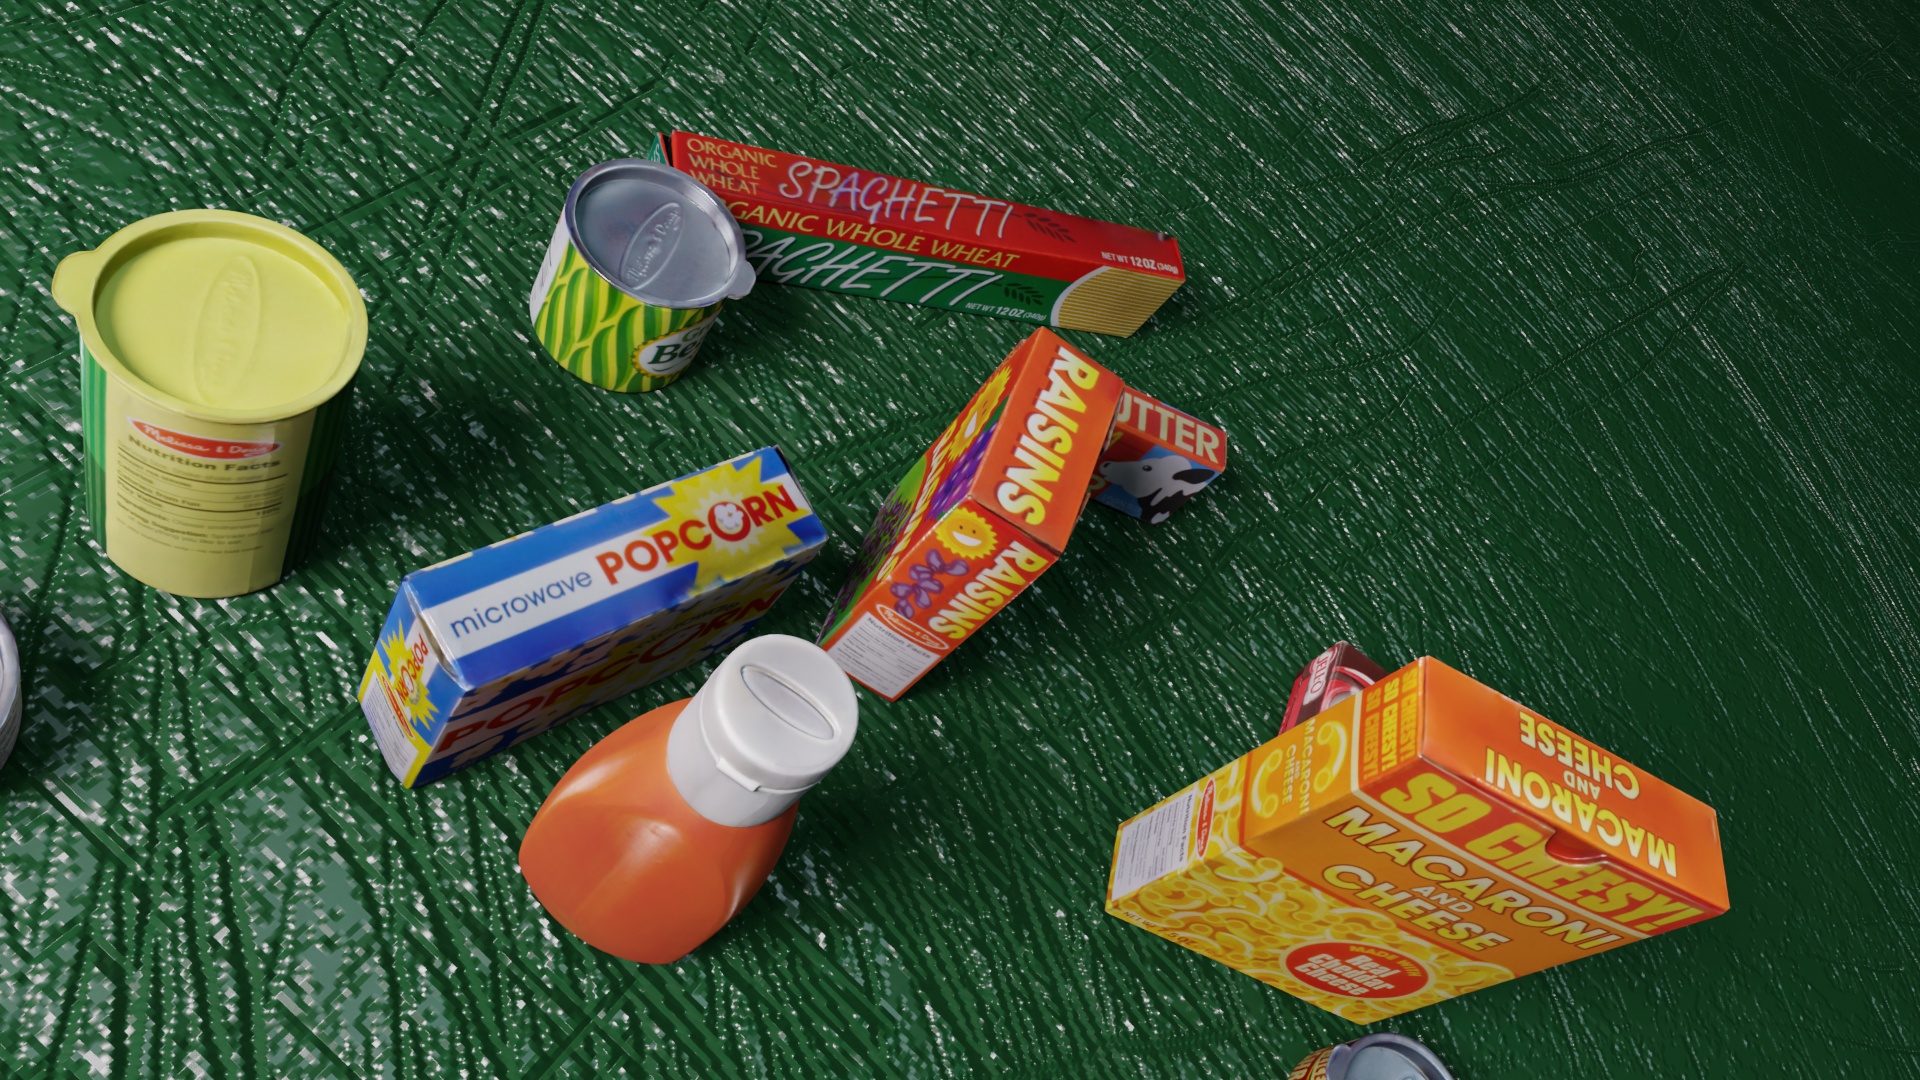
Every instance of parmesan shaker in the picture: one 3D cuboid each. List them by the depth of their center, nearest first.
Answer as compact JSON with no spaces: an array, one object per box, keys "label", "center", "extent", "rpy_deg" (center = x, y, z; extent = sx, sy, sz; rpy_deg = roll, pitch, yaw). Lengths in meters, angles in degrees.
[{"label":"parmesan shaker","center":[-0.212,-0.036,0.391],"extent":[0.071,0.102,0.071],"rpy_deg":[15,55,-23]}]

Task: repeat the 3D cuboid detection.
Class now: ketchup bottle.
[{"label":"ketchup bottle","center":[-0.074,0.073,0.379],"extent":[0.065,0.148,0.044],"rpy_deg":[37,49,-7]}]

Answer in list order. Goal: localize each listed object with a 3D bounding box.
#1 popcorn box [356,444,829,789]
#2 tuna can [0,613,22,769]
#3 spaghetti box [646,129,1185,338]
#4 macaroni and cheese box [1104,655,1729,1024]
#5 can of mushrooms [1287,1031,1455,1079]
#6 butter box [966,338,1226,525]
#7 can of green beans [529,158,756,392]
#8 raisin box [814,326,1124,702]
[{"label":"popcorn box","center":[-0.113,0.023,0.428],"extent":[0.127,0.084,0.038],"rpy_deg":[-25,77,-39]},{"label":"tuna can","center":[-0.279,0.041,0.350],"extent":[0.071,0.032,0.071],"rpy_deg":[15,55,-23]},{"label":"spaghetti box","center":[-0.016,-0.128,0.604],"extent":[0.250,0.050,0.029],"rpy_deg":[4,60,-30]},{"label":"macaroni and cheese box","center":[0.148,0.113,0.478],"extent":[0.124,0.165,0.040],"rpy_deg":[27,51,-15]},{"label":"can of mushrooms","center":[0.150,0.214,0.504],"extent":[0.071,0.033,0.071],"rpy_deg":[15,55,-23]},{"label":"butter box","center":[0.057,-0.044,0.595],"extent":[0.103,0.053,0.024],"rpy_deg":[22,53,-18]},{"label":"can of green beans","center":[-0.121,-0.097,0.515],"extent":[0.071,0.057,0.071],"rpy_deg":[15,55,-23]},{"label":"raisin box","center":[0.002,-0.006,0.491],"extent":[0.040,0.122,0.086],"rpy_deg":[33,50,-10]}]
